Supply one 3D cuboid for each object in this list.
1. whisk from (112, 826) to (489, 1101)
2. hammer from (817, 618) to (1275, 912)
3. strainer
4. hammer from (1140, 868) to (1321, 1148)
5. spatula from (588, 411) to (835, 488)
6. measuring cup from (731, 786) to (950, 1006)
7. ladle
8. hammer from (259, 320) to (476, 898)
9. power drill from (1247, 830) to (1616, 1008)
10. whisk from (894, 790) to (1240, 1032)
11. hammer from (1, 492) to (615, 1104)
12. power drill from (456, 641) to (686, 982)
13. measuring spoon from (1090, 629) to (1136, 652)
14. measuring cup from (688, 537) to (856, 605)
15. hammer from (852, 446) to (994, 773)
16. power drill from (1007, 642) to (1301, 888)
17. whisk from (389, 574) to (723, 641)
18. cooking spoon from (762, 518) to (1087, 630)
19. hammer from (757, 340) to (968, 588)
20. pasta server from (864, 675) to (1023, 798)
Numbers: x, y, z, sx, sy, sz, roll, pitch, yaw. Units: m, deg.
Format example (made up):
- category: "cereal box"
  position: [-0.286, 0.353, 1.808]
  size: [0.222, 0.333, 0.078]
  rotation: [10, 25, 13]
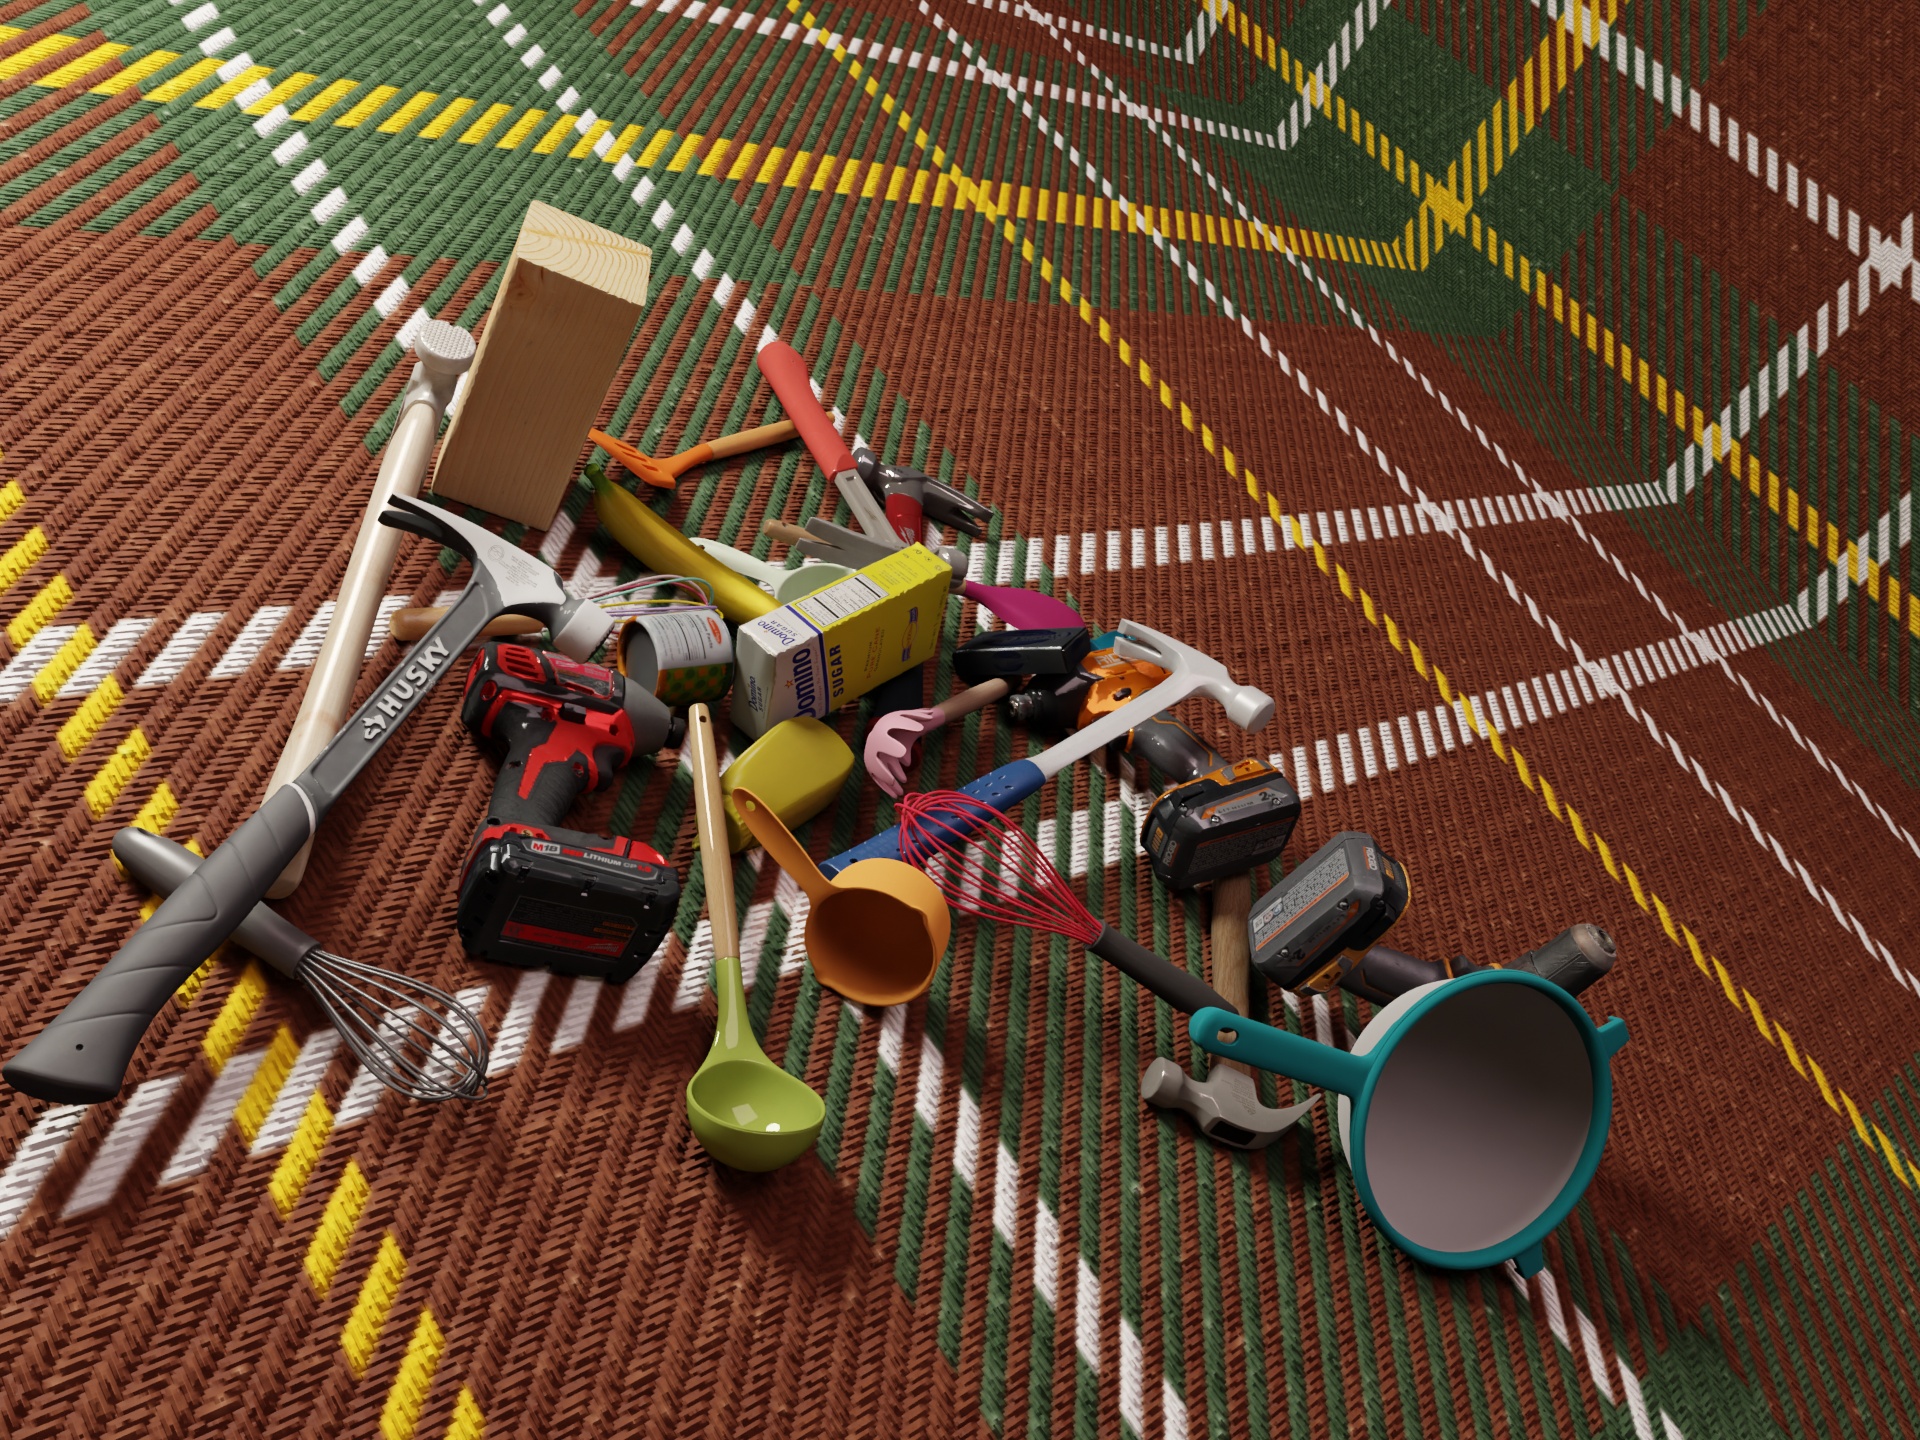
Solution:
- category: "whisk"
  position: [-0.340, 0.124, 0.818]
  size: [0.239, 0.055, 0.055]
  rotation: [33, 35, 5]
- category: "hammer"
  position: [0.057, 0.031, 1.175]
  size: [0.405, 0.035, 0.144]
  rotation: [-28, 52, -36]
- category: "strainer"
  position: [0.288, 0.247, 1.101]
  size: [0.340, 0.211, 0.095]
  rotation: [21, 0, -19]
- category: "hammer"
  position: [0.207, 0.185, 1.205]
  size: [0.130, 0.031, 0.332]
  rotation: [28, 35, -10]
- category: "spatula"
  position: [-0.200, -0.242, 1.367]
  size: [0.081, 0.041, 0.322]
  rotation: [38, 34, 14]
- category: "measuring cup"
  position: [-0.077, 0.099, 1.003]
  size: [0.173, 0.095, 0.052]
  rotation: [50, 28, -7]
- category: "ladle"
  position: [-0.137, 0.115, 0.948]
  size: [0.078, 0.062, 0.320]
  rotation: [7, 51, -27]
- category: "hammer"
  position: [-0.373, -0.067, 0.982]
  size: [0.038, 0.146, 0.411]
  rotation: [19, 48, -21]
- category: "power drill"
  position: [0.351, 0.174, 1.176]
  size: [0.226, 0.185, 0.084]
  rotation: [35, 29, -17]
- category: "whisk"
  position: [0.075, 0.134, 1.067]
  size: [0.295, 0.073, 0.073]
  rotation: [34, 34, -17]
- category: "hammer"
  position: [-0.340, 0.029, 0.835]
  size: [0.149, 0.036, 0.409]
  rotation: [39, 45, -12]
- category: "power drill"
  position: [-0.234, 0.046, 0.973]
  size: [0.143, 0.078, 0.220]
  rotation: [16, 36, -26]
- category: "measuring spoon"
  position: [0.129, -0.064, 1.453]
  size: [0.042, 0.021, 0.128]
  rotation: [44, 27, 14]
- category: "measuring cup"
  position: [-0.146, -0.100, 1.253]
  size: [0.168, 0.038, 0.083]
  rotation: [24, 55, 16]
- category: "hammer"
  position: [-0.034, -0.091, 1.328]
  size: [0.143, 0.038, 0.387]
  rotation: [23, 37, -20]
- category: "power drill"
  position: [0.149, 0.027, 1.287]
  size: [0.164, 0.084, 0.227]
  rotation: [-13, 47, -27]
- category: "whisk"
  position: [-0.272, -0.073, 1.107]
  size: [0.245, 0.051, 0.047]
  rotation: [-7, 56, -40]
- category: "cooking spoon"
  position: [-0.020, -0.117, 1.320]
  size: [0.318, 0.017, 0.069]
  rotation: [14, 37, -31]
- category: "hammer"
  position: [-0.119, -0.231, 1.356]
  size: [0.149, 0.036, 0.359]
  rotation: [11, 32, -34]
- category: "pasta server"
  position: [-0.002, -0.004, 1.202]
  size: [0.040, 0.060, 0.316]
  rotation: [26, 18, 15]
